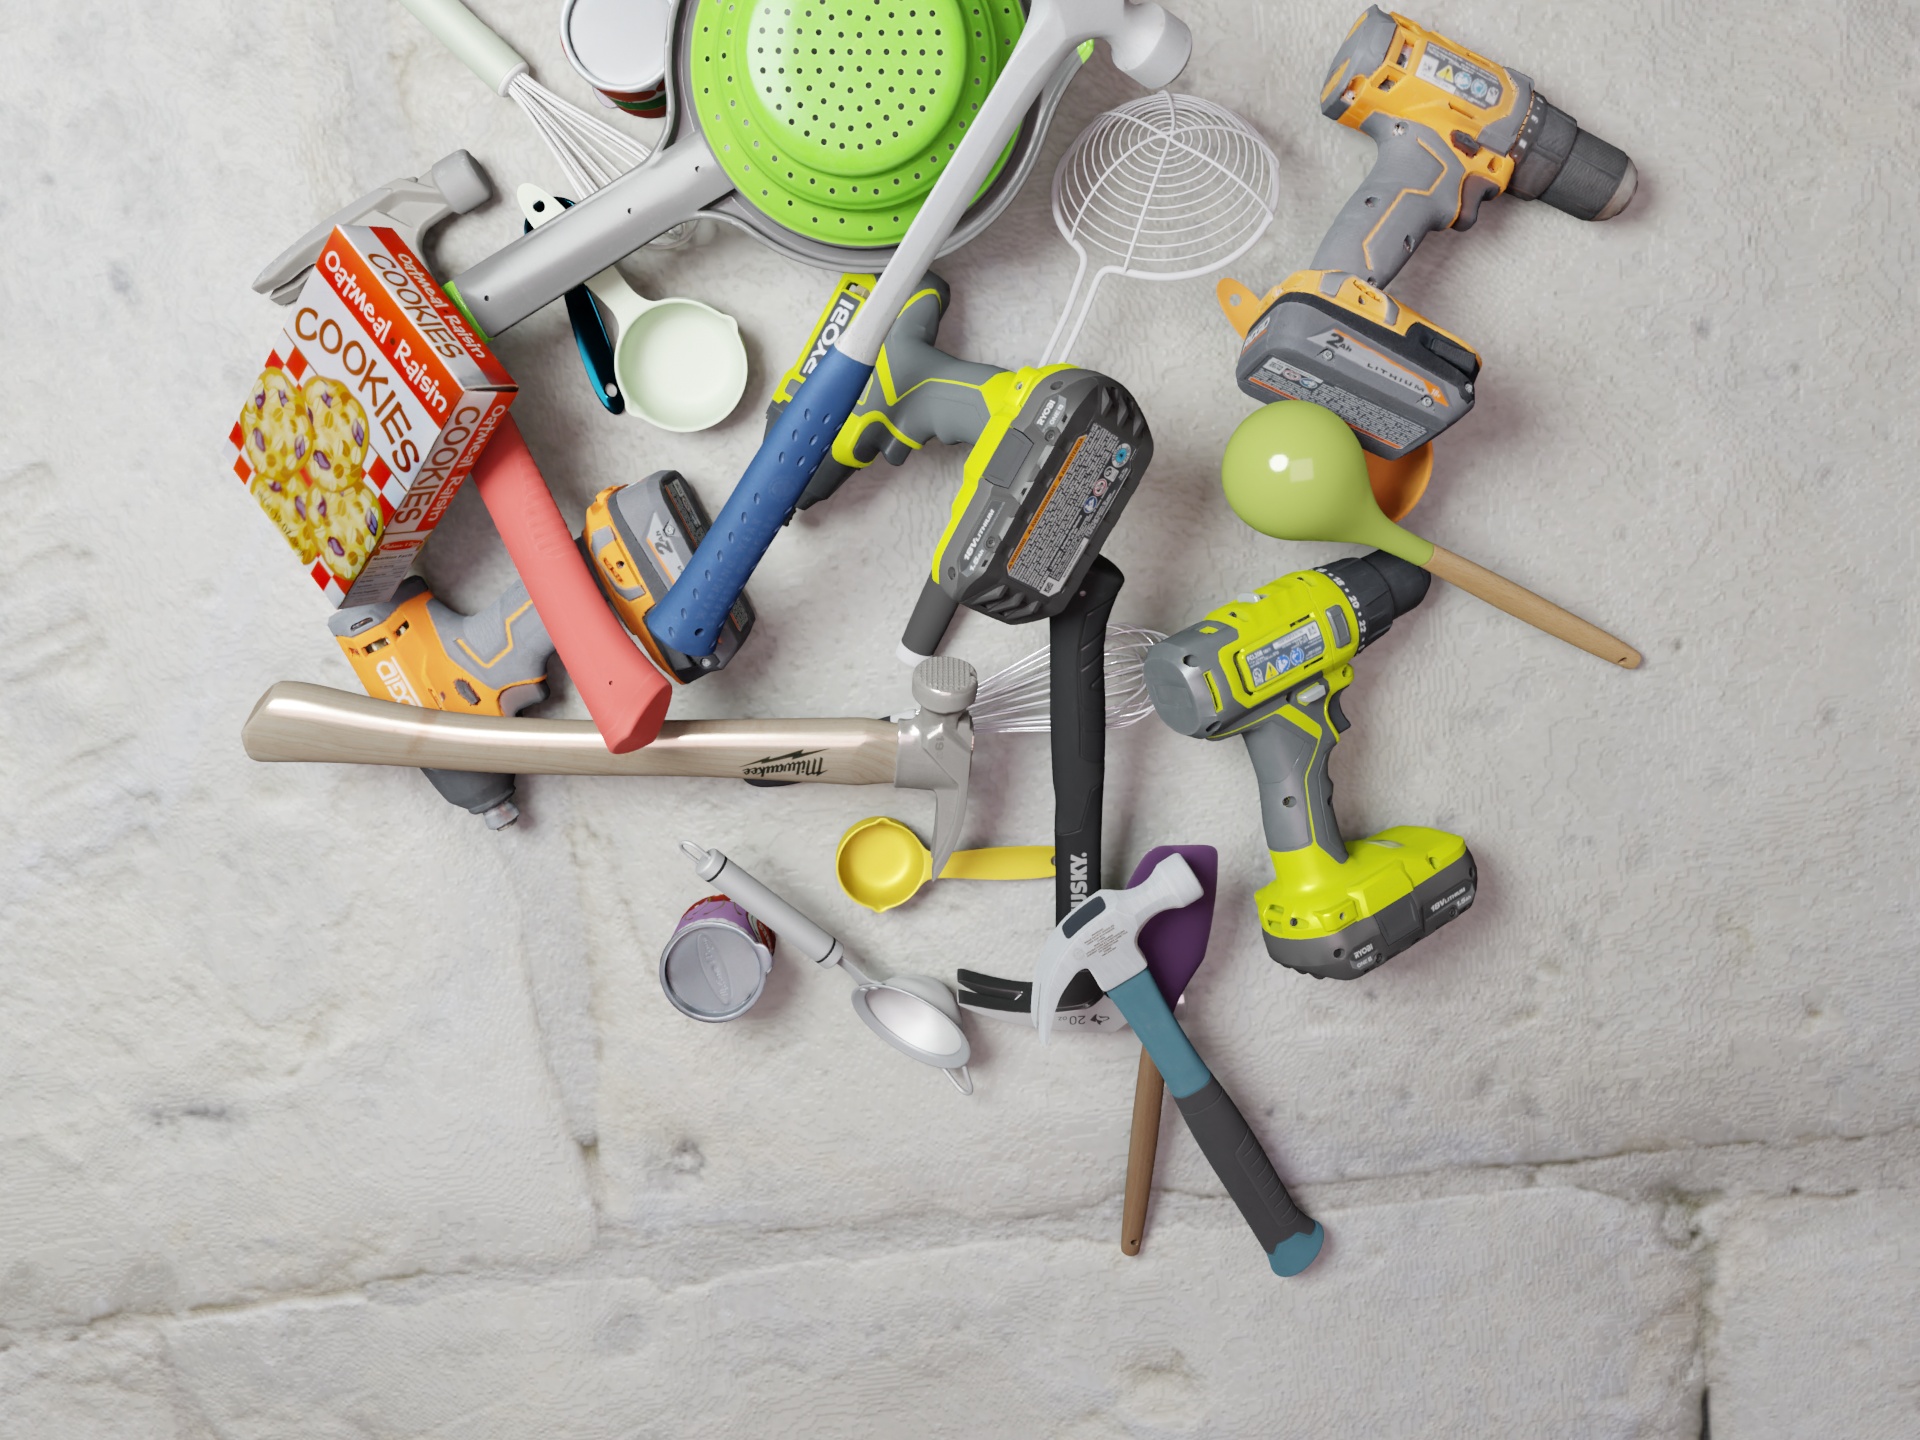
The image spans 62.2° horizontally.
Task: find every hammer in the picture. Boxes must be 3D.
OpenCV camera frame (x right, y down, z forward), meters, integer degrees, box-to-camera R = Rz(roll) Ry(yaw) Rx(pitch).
[{"bbox_3d":[-0.053,-0.195,0.797,0.144,0.035,0.405,12,124,-41],"label":"hammer"},{"bbox_3d":[0.151,0.235,0.994,0.128,0.033,0.330,-30,117,3],"label":"hammer"},{"bbox_3d":[-0.199,0.023,0.924,0.410,0.038,0.146,2,126,-4],"label":"hammer"},{"bbox_3d":[-0.265,-0.139,0.888,0.149,0.036,0.359,-29,79,7],"label":"hammer"},{"bbox_3d":[0.065,0.051,0.948,0.146,0.035,0.334,-3,120,0],"label":"hammer"}]

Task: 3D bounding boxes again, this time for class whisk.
[{"bbox_3d":[-0.002,-0.004,0.975,0.284,0.070,0.070,-15,102,8],"label":"whisk"},{"bbox_3d":[-0.247,-0.359,0.903,0.246,0.058,0.059,43,65,-6],"label":"whisk"}]

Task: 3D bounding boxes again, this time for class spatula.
[{"bbox_3d":[0.120,0.216,1.008,0.059,0.018,0.315,-1,116,-8],"label":"spatula"}]

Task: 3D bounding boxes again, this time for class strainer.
[{"bbox_3d":[-0.074,0.147,0.990,0.258,0.087,0.050,41,56,-24],"label":"strainer"}]

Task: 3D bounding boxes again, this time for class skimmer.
[{"bbox_3d":[0.060,-0.191,0.940,0.127,0.090,0.363,35,113,19],"label":"skimmer"}]

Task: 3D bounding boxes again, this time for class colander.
[{"bbox_3d":[-0.123,-0.289,0.804,0.397,0.094,0.204,-28,104,8],"label":"colander"}]

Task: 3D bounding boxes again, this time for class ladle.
[{"bbox_3d":[0.284,-0.095,0.922,0.320,0.062,0.078,20,131,-27],"label":"ladle"}]

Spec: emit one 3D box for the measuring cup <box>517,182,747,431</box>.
[{"bbox_3d":[-0.191,-0.242,0.920,0.083,0.038,0.167,-39,107,10],"label":"measuring cup"}]

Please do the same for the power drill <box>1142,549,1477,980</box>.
[{"bbox_3d":[0.227,0.019,0.953,0.190,0.080,0.228,-26,104,-21],"label":"power drill"}]

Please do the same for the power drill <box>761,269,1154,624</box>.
[{"bbox_3d":[-0.018,-0.151,0.874,0.080,0.223,0.171,19,104,-50],"label":"power drill"}]

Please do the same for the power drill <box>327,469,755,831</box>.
[{"bbox_3d":[-0.243,-0.038,0.955,0.226,0.084,0.164,-24,104,9],"label":"power drill"}]

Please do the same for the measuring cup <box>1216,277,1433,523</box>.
[{"bbox_3d":[0.203,-0.188,0.935,0.095,0.052,0.173,-38,98,8],"label":"measuring cup"}]

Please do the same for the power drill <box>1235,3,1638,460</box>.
[{"bbox_3d":[0.266,-0.261,0.879,0.185,0.084,0.226,23,78,-7],"label":"power drill"}]

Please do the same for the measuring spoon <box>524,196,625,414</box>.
[{"bbox_3d":[-0.220,-0.246,0.942,0.042,0.021,0.128,-8,112,18],"label":"measuring spoon"}]

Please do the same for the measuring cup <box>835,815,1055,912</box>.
[{"bbox_3d":[-0.003,0.088,1.014,0.156,0.029,0.062,0,101,-11],"label":"measuring cup"}]
